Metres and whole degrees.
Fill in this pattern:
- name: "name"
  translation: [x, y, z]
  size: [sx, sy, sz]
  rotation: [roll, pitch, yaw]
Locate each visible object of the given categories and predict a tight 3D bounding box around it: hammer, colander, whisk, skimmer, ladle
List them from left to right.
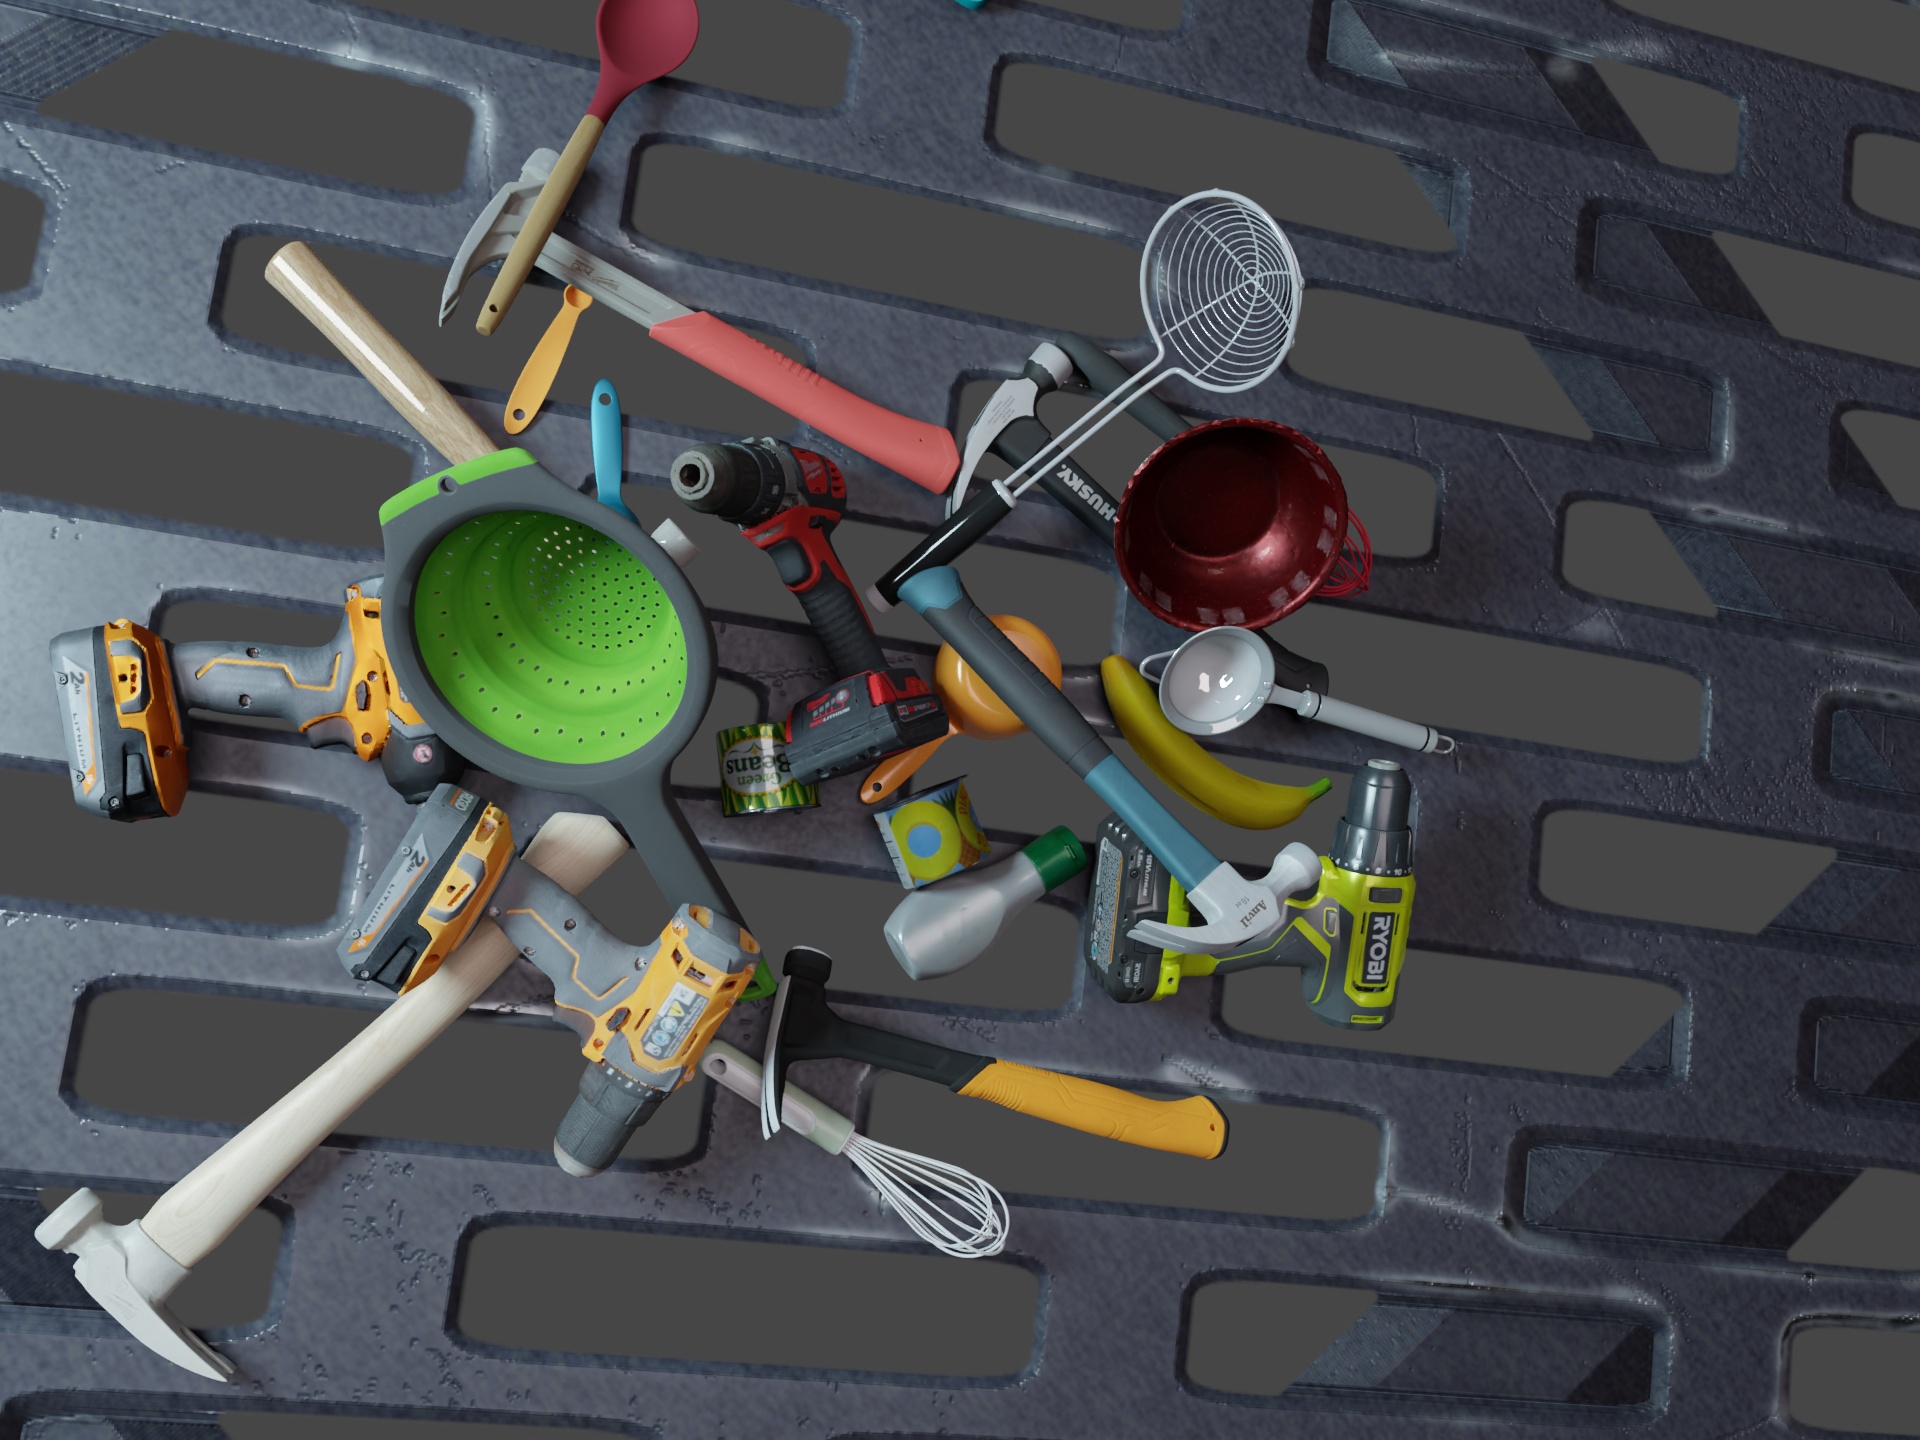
- name: "hammer"
  translation: [-0.365, 0.219, 1.010]
  size: [0.410, 0.038, 0.146]
  rotation: [-45, 97, -14]
- name: "hammer"
  translation: [-0.333, -0.185, 1.052]
  size: [0.130, 0.031, 0.331]
  rotation: [-45, 92, 0]
- name: "ladle"
  translation: [-0.255, -0.384, 1.071]
  size: [0.069, 0.031, 0.316]
  rotation: [23, 67, -10]
- name: "colander"
  translation: [-0.209, 0.004, 1.013]
  size: [0.204, 0.095, 0.396]
  rotation: [-18, 114, 17]
- name: "hammer"
  translation: [-0.166, -0.248, 1.094]
  size: [0.359, 0.036, 0.149]
  rotation: [28, 64, -11]
- name: "whisk"
  translation: [-0.072, 0.286, 1.068]
  size: [0.246, 0.059, 0.058]
  rotation: [33, 105, -4]
- name: "hammer"
  translation: [0.030, 0.255, 1.086]
  size: [0.336, 0.034, 0.127]
  rotation: [17, 57, -14]
- name: "skimmer"
  translation: [0.067, -0.195, 1.053]
  size: [0.363, 0.090, 0.127]
  rotation: [-39, 77, 13]
- name: "hammer"
  translation: [0.083, 0.020, 1.055]
  size: [0.128, 0.033, 0.331]
  rotation: [-39, 78, -24]
- name: "hammer"
  translation: [0.139, -0.114, 1.164]
  size: [0.334, 0.035, 0.146]
  rotation: [41, 76, -7]
- name: "whisk"
  translation: [0.188, -0.190, 1.173]
  size: [0.296, 0.073, 0.073]
  rotation: [39, 77, -2]

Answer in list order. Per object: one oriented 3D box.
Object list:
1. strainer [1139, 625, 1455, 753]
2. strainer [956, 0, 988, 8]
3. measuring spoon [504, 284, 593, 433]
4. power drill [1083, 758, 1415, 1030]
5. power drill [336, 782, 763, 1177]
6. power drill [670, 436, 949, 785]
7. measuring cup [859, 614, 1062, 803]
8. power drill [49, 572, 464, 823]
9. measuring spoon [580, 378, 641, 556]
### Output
- name: "strainer"
  translation: [0.242, -0.014, 1.145]
  size: [0.258, 0.050, 0.086]
  rotation: [16, 114, -13]
- name: "strainer"
  translation: [-0.118, -0.621, 1.124]
  size: [0.340, 0.095, 0.211]
  rotation: [29, 78, -8]
- name: "measuring spoon"
  translation: [-0.284, -0.248, 1.092]
  size: [0.021, 0.011, 0.117]
  rotation: [26, 83, -11]
- name: "power drill"
  translation: [0.212, 0.118, 1.120]
  size: [0.228, 0.080, 0.190]
  rotation: [3, 99, -13]
- name: "power drill"
  translation: [-0.262, 0.164, 0.979]
  size: [0.226, 0.084, 0.185]
  rotation: [31, 95, -13]
- name: "power drill"
  translation: [-0.101, -0.078, 1.025]
  size: [0.080, 0.188, 0.227]
  rotation: [-23, 87, 18]
- name: "measuring cup"
  translation: [-0.002, -0.004, 1.109]
  size: [0.173, 0.052, 0.095]
  rotation: [-43, 95, -16]
- name: "power drill"
  translation: [-0.427, 0.001, 0.996]
  size: [0.226, 0.084, 0.164]
  rotation: [-11, 87, -18]
- name: "measuring spoon"
  translation: [-0.240, -0.172, 1.085]
  size: [0.042, 0.021, 0.128]
  rotation: [-3, 87, -14]
